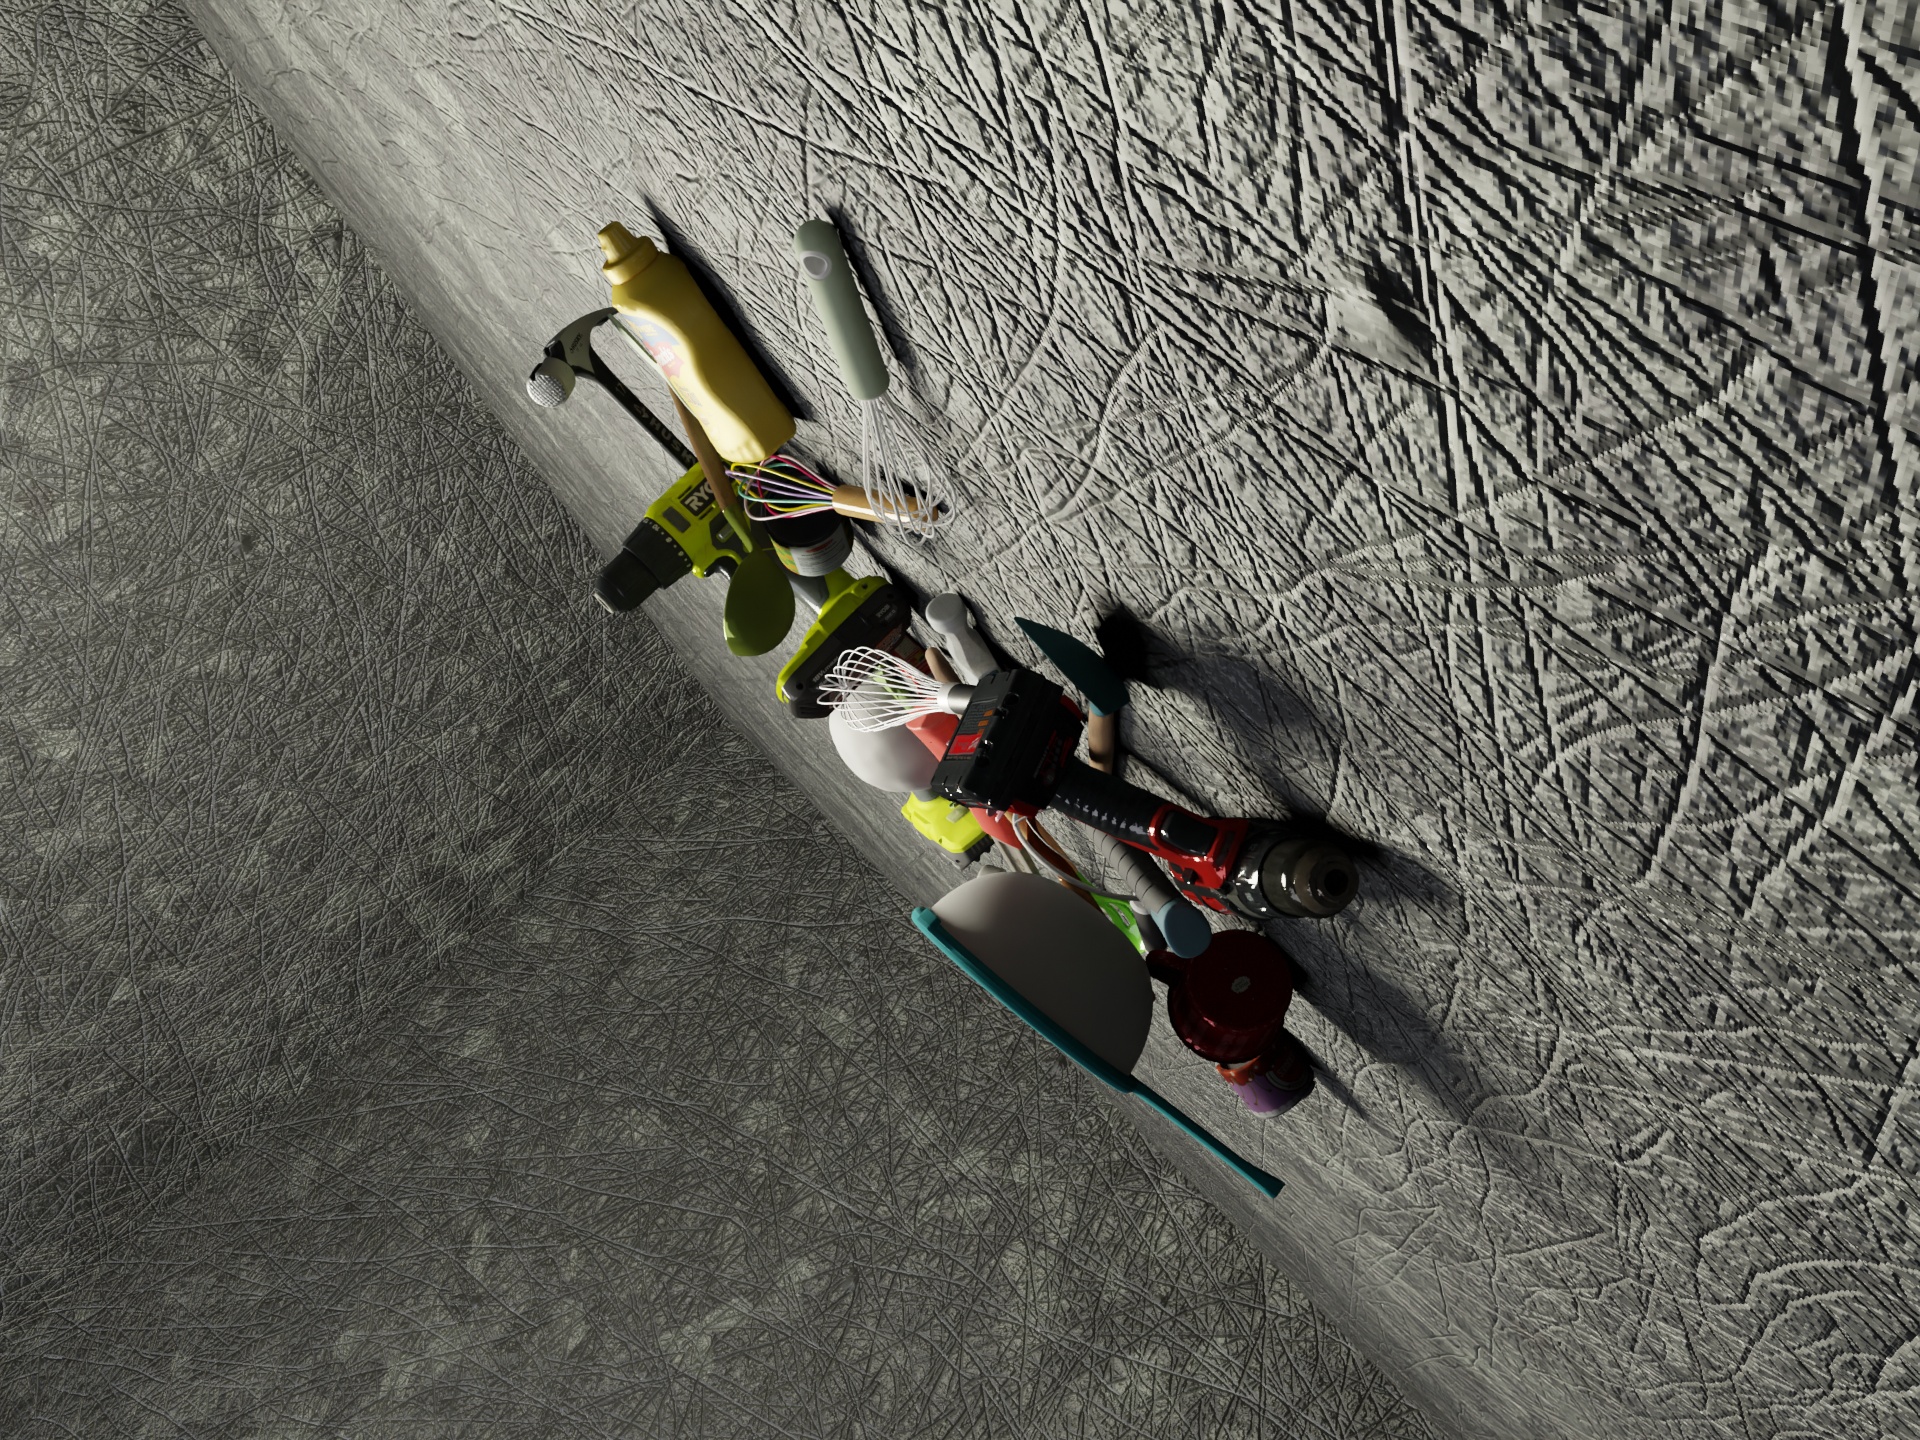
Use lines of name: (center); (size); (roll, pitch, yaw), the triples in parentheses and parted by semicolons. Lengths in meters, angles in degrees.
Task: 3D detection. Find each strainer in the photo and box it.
strainer: (0.122, 0.217, 1.192); (0.340, 0.095, 0.211); (37, 176, 6)
strainer: (-0.086, -0.010, 1.470); (0.152, 0.069, 0.256); (39, 160, 33)

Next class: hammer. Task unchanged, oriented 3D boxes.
hammer: (0.076, 0.041, 1.133); (0.331, 0.033, 0.128); (54, 178, 41)
hammer: (0.038, 0.090, 1.458); (0.149, 0.037, 0.358); (12, 153, 27)
hammer: (-0.212, -0.203, 1.438); (0.408, 0.036, 0.149); (45, -144, -29)

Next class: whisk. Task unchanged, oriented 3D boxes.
whisk: (-0.020, -0.018, 1.158); (0.070, 0.070, 0.285); (52, 157, -24)
whisk: (-0.050, -0.189, 0.924); (0.058, 0.059, 0.246); (4, 147, 18)
whisk: (-0.094, -0.161, 1.152); (0.245, 0.051, 0.047); (19, 128, 49)

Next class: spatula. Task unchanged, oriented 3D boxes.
spatula: (0.111, 0.148, 1.400); (0.322, 0.041, 0.081); (56, -157, -34)
spatula: (0.086, 0.004, 1.075); (0.082, 0.044, 0.317); (47, 171, 18)

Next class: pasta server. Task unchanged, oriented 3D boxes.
pasta server: (-0.002, -0.004, 1.241); (0.060, 0.040, 0.316); (45, -175, -20)

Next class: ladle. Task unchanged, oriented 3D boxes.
ladle: (-0.204, -0.183, 1.283); (0.078, 0.062, 0.320); (74, 171, -58)

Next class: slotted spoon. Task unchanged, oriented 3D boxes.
slotted spoon: (0.089, 0.124, 1.435); (0.070, 0.031, 0.313); (-14, 137, 29)

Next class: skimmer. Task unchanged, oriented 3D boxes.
skimmer: (0.127, 0.153, 1.329); (0.127, 0.090, 0.363); (36, 166, 26)

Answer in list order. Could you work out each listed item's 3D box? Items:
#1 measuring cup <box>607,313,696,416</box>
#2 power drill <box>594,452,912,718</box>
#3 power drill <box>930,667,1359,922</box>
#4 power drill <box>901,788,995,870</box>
measuring cup: (-0.231, -0.297, 1.291); (0.168, 0.038, 0.083); (44, 170, 30)
power drill: (-0.173, -0.110, 1.331); (0.228, 0.190, 0.080); (42, 167, 8)
power drill: (0.110, 0.054, 0.925); (0.226, 0.080, 0.188); (27, 173, -11)
power drill: (-0.040, 0.049, 1.691); (0.171, 0.080, 0.223); (34, 160, 55)
